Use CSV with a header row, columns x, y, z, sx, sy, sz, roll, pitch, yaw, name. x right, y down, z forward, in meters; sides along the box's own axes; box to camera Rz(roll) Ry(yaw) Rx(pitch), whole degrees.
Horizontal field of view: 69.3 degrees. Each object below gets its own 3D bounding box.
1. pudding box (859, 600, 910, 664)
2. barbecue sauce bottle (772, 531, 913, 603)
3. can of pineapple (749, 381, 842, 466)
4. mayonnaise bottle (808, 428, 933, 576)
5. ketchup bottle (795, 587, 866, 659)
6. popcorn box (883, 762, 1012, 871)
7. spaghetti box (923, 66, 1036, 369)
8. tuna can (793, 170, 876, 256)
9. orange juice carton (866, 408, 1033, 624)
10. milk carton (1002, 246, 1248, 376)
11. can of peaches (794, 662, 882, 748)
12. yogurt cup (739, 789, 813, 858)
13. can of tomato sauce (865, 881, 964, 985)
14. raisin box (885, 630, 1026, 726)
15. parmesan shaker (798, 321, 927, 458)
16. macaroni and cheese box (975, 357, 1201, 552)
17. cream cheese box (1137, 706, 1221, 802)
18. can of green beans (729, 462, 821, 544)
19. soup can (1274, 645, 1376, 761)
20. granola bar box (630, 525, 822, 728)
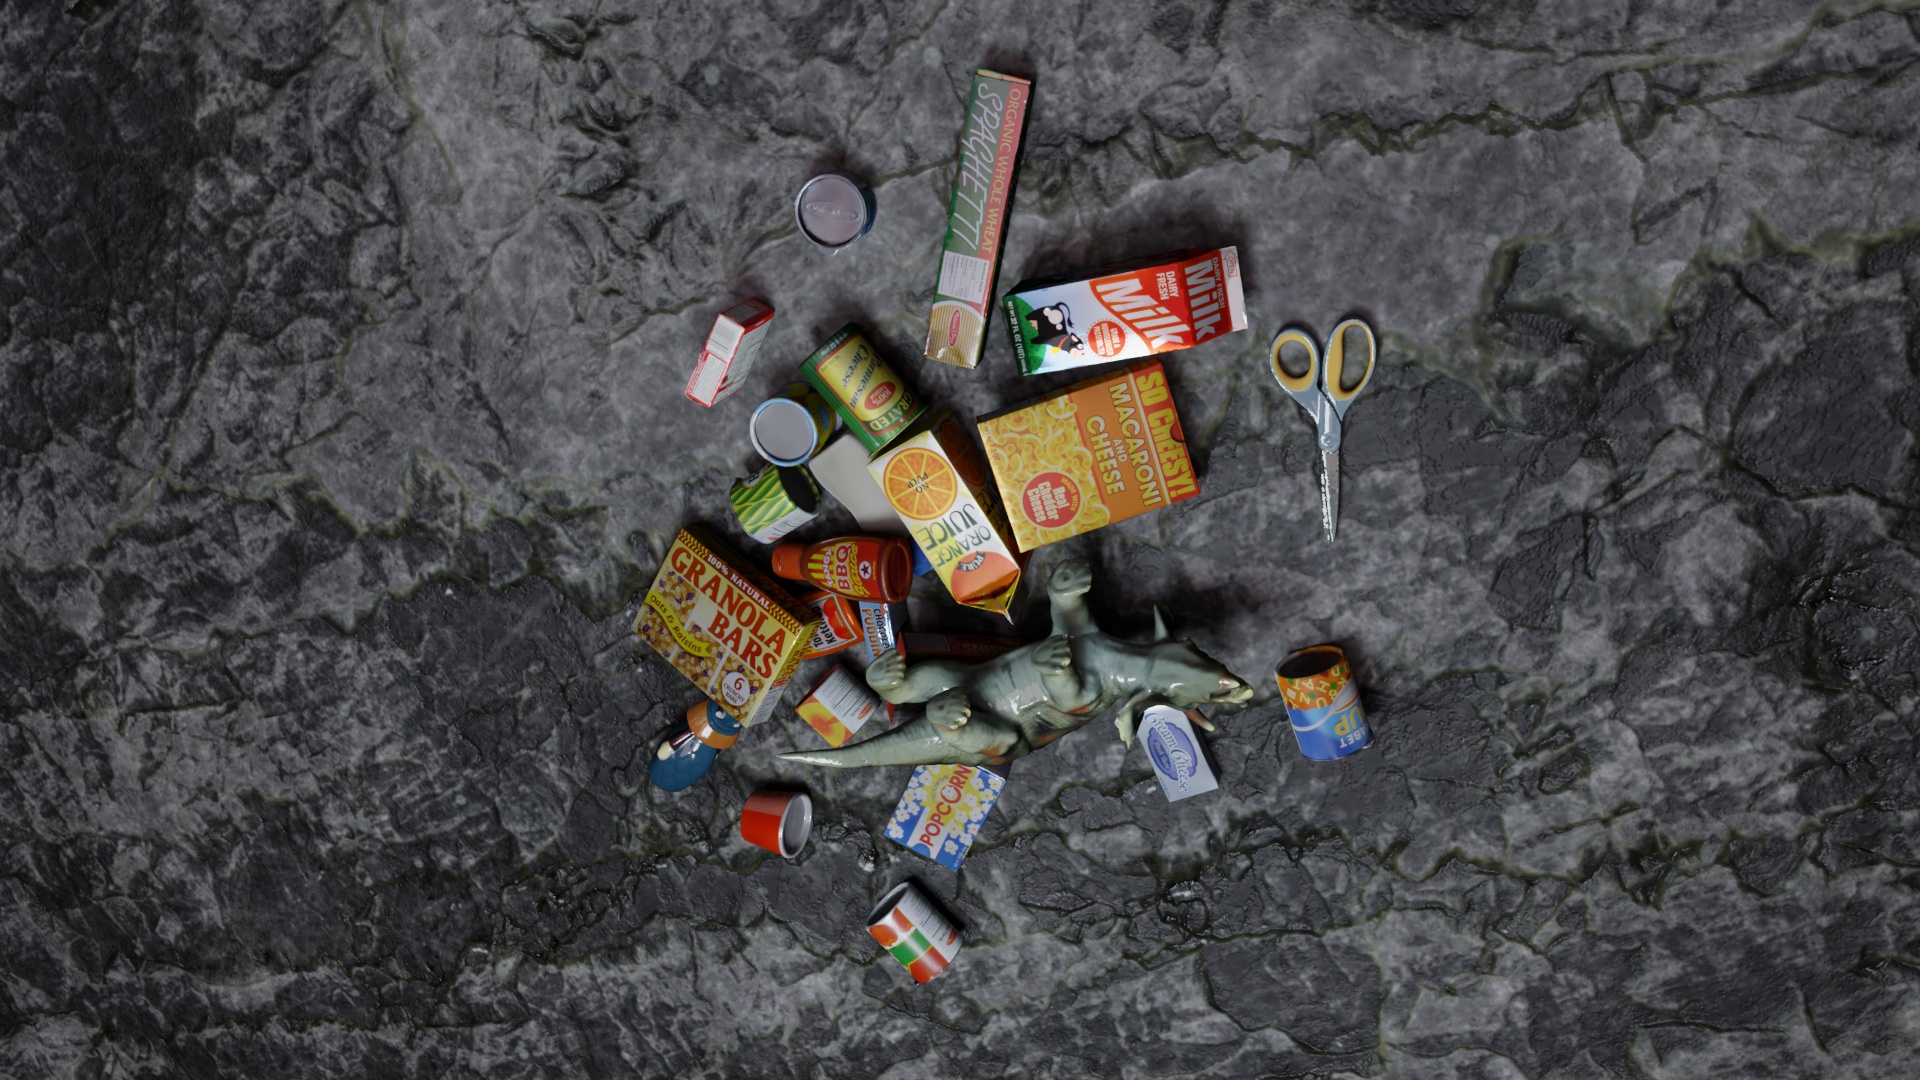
x,y,z,sx,sy,sz,roll,pitch,yaw,name
-0.071,0.082,1.333,0.030,0.050,0.083,-2,110,17,pudding box
-0.112,0.022,1.298,0.148,0.044,0.064,4,97,39,barbecue sauce bottle
-0.151,-0.107,1.276,0.071,0.058,0.070,5,112,13,can of pineapple
-0.073,-0.033,1.295,0.064,0.041,0.148,-33,101,31,mayonnaise bottle
-0.161,0.089,1.363,0.148,0.044,0.064,-22,100,22,ketchup bottle
-0.013,0.258,1.392,0.085,0.038,0.126,26,115,2,popcorn box
0.016,-0.272,1.185,0.050,0.029,0.248,15,114,9,spaghetti box
-0.109,-0.285,1.210,0.071,0.033,0.070,5,112,13,tuna can
0.005,-0.016,1.263,0.073,0.072,0.192,-29,101,23,orange juice carton
0.139,-0.194,1.158,0.190,0.074,0.072,-7,108,17,milk carton
-0.122,0.163,1.369,0.058,0.071,0.071,44,115,-5,can of peaches
-0.192,0.290,1.438,0.054,0.073,0.072,8,113,20,yogurt cup
-0.049,0.408,1.444,0.071,0.071,0.083,-41,96,25,can of tomato sauce
-0.002,0.133,1.314,0.123,0.040,0.085,5,114,-16,raisin box
-0.090,-0.135,1.243,0.071,0.071,0.103,-39,98,24,parmesan shaker
0.111,-0.074,1.207,0.166,0.040,0.123,-18,105,4,macaroni and cheese box
0.203,0.194,1.318,0.053,0.024,0.103,-21,104,20,cream cheese box
-0.173,-0.039,1.304,0.057,0.071,0.071,-29,101,22,can of green beans
0.327,0.145,1.242,0.071,0.071,0.083,-16,106,20,soup can
-0.227,0.082,1.345,0.166,0.039,0.123,37,108,20,granola bar box
